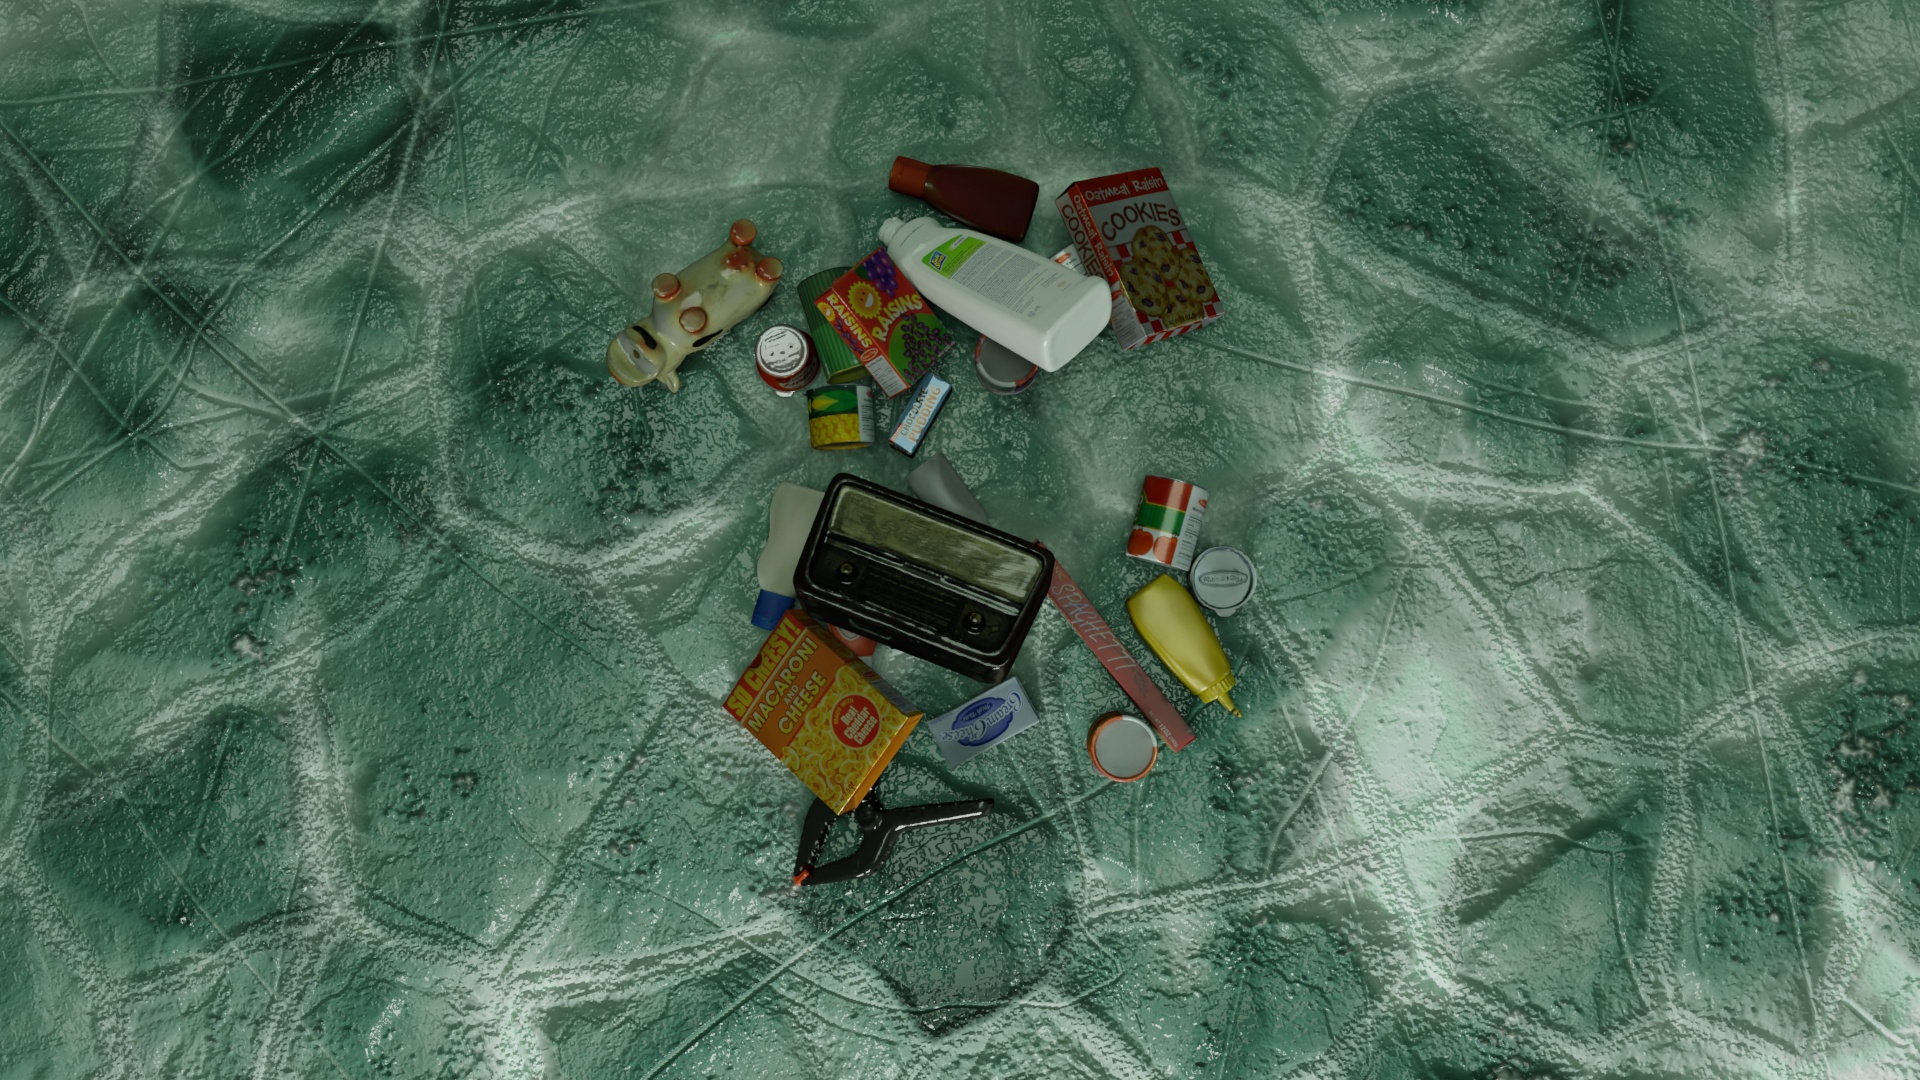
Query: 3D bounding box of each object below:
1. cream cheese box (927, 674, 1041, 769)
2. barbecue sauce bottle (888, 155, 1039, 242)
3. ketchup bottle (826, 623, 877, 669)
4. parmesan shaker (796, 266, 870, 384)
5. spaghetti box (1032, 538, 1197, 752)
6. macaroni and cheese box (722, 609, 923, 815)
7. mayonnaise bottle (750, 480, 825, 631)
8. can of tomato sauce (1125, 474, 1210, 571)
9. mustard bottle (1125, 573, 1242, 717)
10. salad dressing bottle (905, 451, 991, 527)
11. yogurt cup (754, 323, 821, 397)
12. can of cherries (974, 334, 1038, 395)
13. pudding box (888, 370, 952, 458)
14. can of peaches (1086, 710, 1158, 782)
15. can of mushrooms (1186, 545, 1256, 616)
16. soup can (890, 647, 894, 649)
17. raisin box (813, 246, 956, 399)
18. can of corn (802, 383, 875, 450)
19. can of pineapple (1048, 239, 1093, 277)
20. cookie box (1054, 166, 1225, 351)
[{"bbox_3d":[0.023,0.181,1.393,0.104,0.024,0.053,-28,87,-1],"label":"cream cheese box"},{"bbox_3d":[0.002,-0.355,1.418,0.148,0.043,0.065,17,87,3],"label":"barbecue sauce bottle"},{"bbox_3d":[-0.106,0.079,1.393,0.065,0.043,0.149,-1,87,7],"label":"ketchup bottle"},{"bbox_3d":[-0.120,-0.217,1.398,0.071,0.071,0.103,-19,87,0],"label":"parmesan shaker"},{"bbox_3d":[0.144,0.104,1.383,0.029,0.050,0.250,-39,86,-2],"label":"spaghetti box"},{"bbox_3d":[-0.137,0.165,1.356,0.167,0.040,0.123,39,102,18],"label":"macaroni and cheese box"},{"bbox_3d":[-0.174,0.018,1.400,0.065,0.041,0.148,16,88,4],"label":"mayonnaise bottle"},{"bbox_3d":[0.204,-0.018,1.382,0.071,0.071,0.083,15,88,2],"label":"can of tomato sauce"},{"bbox_3d":[0.229,0.111,1.381,0.065,0.049,0.160,-34,87,0],"label":"mustard bottle"},{"bbox_3d":[0.005,-0.017,1.390,0.044,0.064,0.147,-35,94,18],"label":"salad dressing bottle"},{"bbox_3d":[-0.177,-0.187,1.406,0.072,0.054,0.072,0,86,1],"label":"yogurt cup"},{"bbox_3d":[0.048,-0.185,1.399,0.071,0.058,0.071,0,87,1],"label":"can of cherries"},{"bbox_3d":[-0.041,-0.127,1.401,0.030,0.049,0.083,30,88,1],"label":"pudding box"},{"bbox_3d":[0.158,0.205,1.372,0.071,0.058,0.071,0,86,1],"label":"can of peaches"},{"bbox_3d":[0.261,0.041,1.393,0.071,0.033,0.071,0,86,1],"label":"can of mushrooms"},{"bbox_3d":[-0.030,0.075,1.383,0.084,0.071,0.071,-3,87,0],"label":"soup can"},{"bbox_3d":[-0.073,-0.214,1.364,0.123,0.040,0.086,52,54,-12],"label":"raisin box"},{"bbox_3d":[-0.122,-0.123,1.395,0.071,0.071,0.058,-5,87,1],"label":"can of corn"},{"bbox_3d":[0.114,-0.264,1.398,0.071,0.071,0.058,-33,93,-1],"label":"can of pineapple"},{"bbox_3d":[0.180,-0.283,1.380,0.123,0.040,0.167,-21,85,-37],"label":"cookie box"}]
